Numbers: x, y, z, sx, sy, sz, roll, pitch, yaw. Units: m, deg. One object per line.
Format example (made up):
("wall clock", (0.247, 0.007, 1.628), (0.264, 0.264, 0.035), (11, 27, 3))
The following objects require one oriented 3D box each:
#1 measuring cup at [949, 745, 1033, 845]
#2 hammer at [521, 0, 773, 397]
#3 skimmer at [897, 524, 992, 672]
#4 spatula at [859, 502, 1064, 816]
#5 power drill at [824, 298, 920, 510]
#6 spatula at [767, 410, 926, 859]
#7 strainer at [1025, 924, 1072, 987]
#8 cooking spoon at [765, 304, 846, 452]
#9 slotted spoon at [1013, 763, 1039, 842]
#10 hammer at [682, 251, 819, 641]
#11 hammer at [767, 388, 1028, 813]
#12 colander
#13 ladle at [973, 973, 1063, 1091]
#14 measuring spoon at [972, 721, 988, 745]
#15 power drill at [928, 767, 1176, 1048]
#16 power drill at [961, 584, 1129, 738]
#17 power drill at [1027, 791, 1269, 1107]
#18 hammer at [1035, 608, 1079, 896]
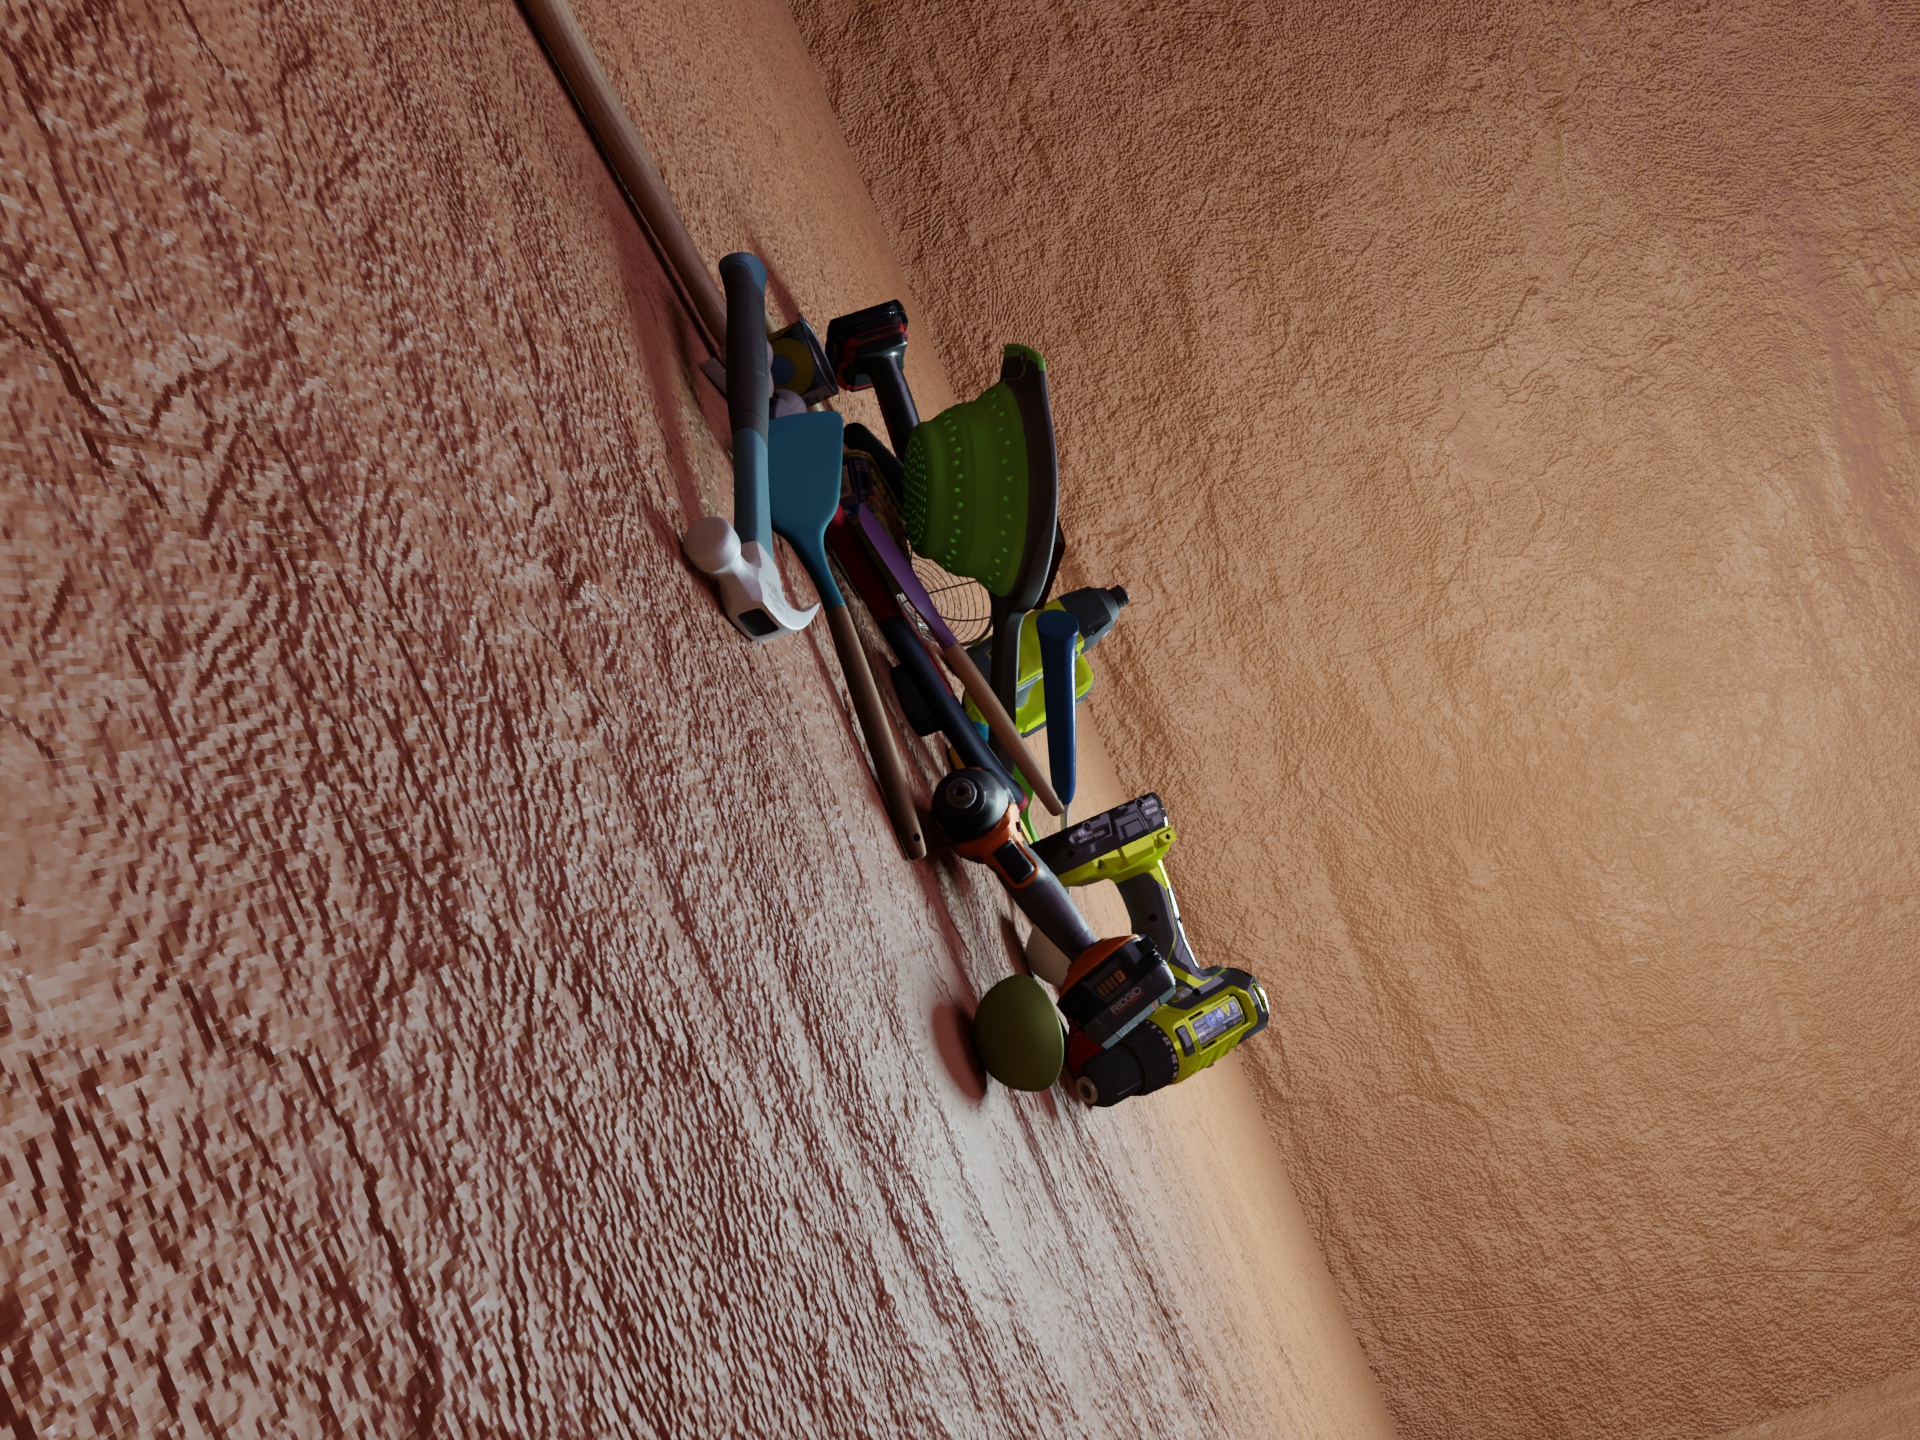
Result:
("measuring cup", (0.035, 0.084, 1.449), (0.156, 0.029, 0.062), (62, 8, -3))
("hammer", (-0.216, -0.366, 1.109), (0.130, 0.031, 0.331), (-100, 164, -58))
("skimmer", (0.005, -0.100, 1.584), (0.127, 0.090, 0.363), (41, 0, 15))
("spatula", (0.003, -0.042, 1.266), (0.315, 0.018, 0.060), (56, 14, -25))
("power drill", (-0.067, -0.301, 1.662), (0.188, 0.080, 0.227), (128, -59, -78))
("spatula", (-0.076, -0.056, 1.104), (0.044, 0.082, 0.317), (-24, -96, 59))
("strainer", (0.069, 0.169, 1.444), (0.259, 0.050, 0.086), (-111, 177, -57))
("cooking spoon", (-0.118, -0.258, 1.475), (0.069, 0.017, 0.318), (-106, 170, -47))
("slotted spoon", (0.082, 0.143, 1.605), (0.070, 0.031, 0.313), (11, -44, 43))
("hammer", (-0.135, -0.187, 1.014), (0.128, 0.033, 0.331), (59, 19, -50))
("hammer", (-0.052, -0.071, 1.229), (0.386, 0.038, 0.143), (59, 12, -21))
("colander", (0.004, -0.110, 1.324), (0.205, 0.094, 0.397), (-128, -142, -68))
("ladle", (0.058, 0.223, 1.178), (0.320, 0.062, 0.078), (37, 39, -79))
("measuring spoon", (-0.002, -0.005, 1.461), (0.128, 0.042, 0.021), (44, 57, -55))
("power drill", (0.059, 0.129, 1.173), (0.227, 0.084, 0.164), (51, -2, 16))
("power drill", (0.077, -0.055, 1.532), (0.080, 0.171, 0.223), (58, -9, 10))
("power drill", (0.140, 0.192, 1.316), (0.080, 0.190, 0.228), (-30, -98, 55))
("hammer", (0.090, 0.072, 1.430), (0.144, 0.035, 0.405), (-108, -170, -50))
